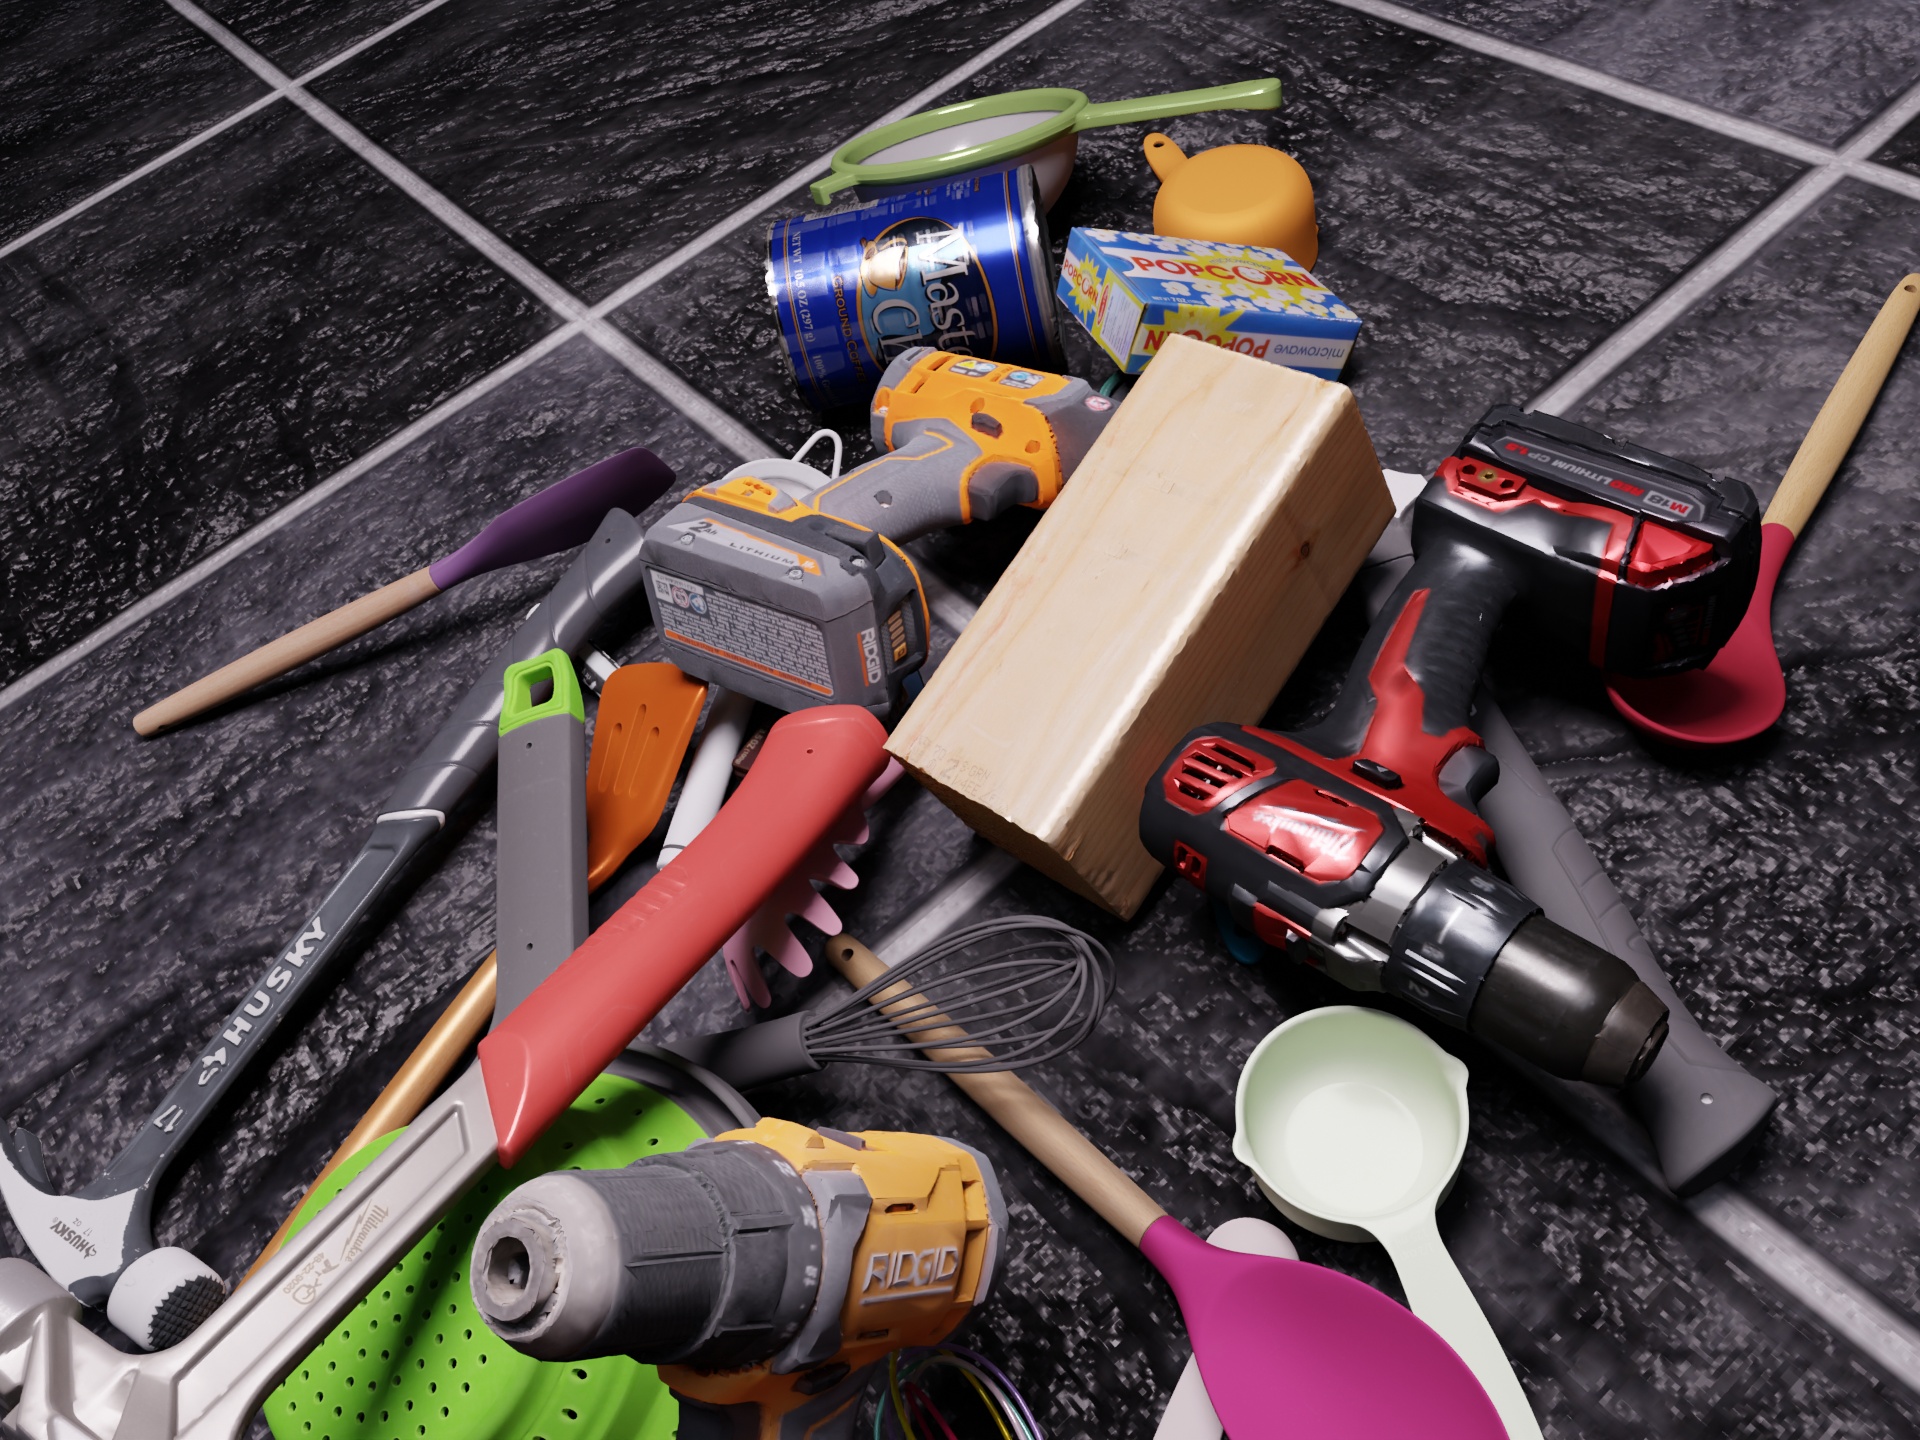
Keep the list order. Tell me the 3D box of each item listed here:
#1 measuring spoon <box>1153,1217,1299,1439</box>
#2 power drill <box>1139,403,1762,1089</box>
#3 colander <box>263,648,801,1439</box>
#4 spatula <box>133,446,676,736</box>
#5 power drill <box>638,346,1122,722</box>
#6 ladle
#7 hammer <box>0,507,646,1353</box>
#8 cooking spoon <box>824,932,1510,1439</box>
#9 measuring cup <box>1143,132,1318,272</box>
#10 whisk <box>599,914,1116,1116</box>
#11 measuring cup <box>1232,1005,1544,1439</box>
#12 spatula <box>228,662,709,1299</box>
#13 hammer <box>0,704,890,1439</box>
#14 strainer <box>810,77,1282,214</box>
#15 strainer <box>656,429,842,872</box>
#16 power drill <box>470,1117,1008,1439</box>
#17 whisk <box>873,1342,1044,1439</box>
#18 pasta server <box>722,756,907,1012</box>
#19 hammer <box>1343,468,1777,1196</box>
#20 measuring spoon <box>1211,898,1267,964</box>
[{"bbox_3d":[0.078,0.217,0.514,0.034,0.018,0.124,14,58,25],"label":"measuring spoon"},{"bbox_3d":[0.198,0.007,0.566,0.188,0.080,0.227,31,69,33],"label":"power drill"},{"bbox_3d":[-0.168,0.126,0.563,0.204,0.094,0.398,-19,58,15],"label":"colander"},{"bbox_3d":[-0.286,-0.061,0.809,0.316,0.059,0.018,-24,70,8],"label":"spatula"},{"bbox_3d":[-0.011,-0.091,0.710,0.164,0.084,0.226,19,44,31],"label":"power drill"},{"bbox_3d":[0.357,-0.097,0.679,0.069,0.031,0.315,29,62,23],"label":"ladle"},{"bbox_3d":[-0.261,0.061,0.711,0.149,0.036,0.409,18,63,29],"label":"hammer"},{"bbox_3d":[0.050,0.161,0.550,0.319,0.017,0.069,35,83,40],"label":"cooking spoon"},{"bbox_3d":[0.135,-0.302,0.886,0.095,0.052,0.174,-21,52,-1],"label":"measuring cup"},{"bbox_3d":[-0.054,0.121,0.593,0.239,0.055,0.055,-18,48,20],"label":"whisk"},{"bbox_3d":[0.147,0.174,0.519,0.083,0.038,0.168,-21,54,0],"label":"measuring cup"},{"bbox_3d":[-0.206,0.109,0.667,0.081,0.041,0.323,5,53,46],"label":"spatula"},{"bbox_3d":[-0.116,0.102,0.508,0.149,0.036,0.359,26,41,16],"label":"hammer"},{"bbox_3d":[0.055,-0.309,0.895,0.256,0.069,0.152,-1,33,21],"label":"strainer"},{"bbox_3d":[-0.102,-0.027,0.746,0.086,0.050,0.259,25,58,-19],"label":"strainer"},{"bbox_3d":[-0.069,0.217,0.410,0.084,0.185,0.226,7,80,32],"label":"power drill"},{"bbox_3d":[0.038,0.287,0.455,0.051,0.047,0.245,-28,54,-9],"label":"whisk"},{"bbox_3d":[-0.001,-0.002,0.697,0.040,0.060,0.316,47,60,-8],"label":"pasta server"},{"bbox_3d":[0.205,0.026,0.620,0.146,0.035,0.335,-18,50,1],"label":"hammer"},{"bbox_3d":[0.106,0.039,0.644,0.042,0.021,0.129,-11,49,7],"label":"measuring spoon"}]
